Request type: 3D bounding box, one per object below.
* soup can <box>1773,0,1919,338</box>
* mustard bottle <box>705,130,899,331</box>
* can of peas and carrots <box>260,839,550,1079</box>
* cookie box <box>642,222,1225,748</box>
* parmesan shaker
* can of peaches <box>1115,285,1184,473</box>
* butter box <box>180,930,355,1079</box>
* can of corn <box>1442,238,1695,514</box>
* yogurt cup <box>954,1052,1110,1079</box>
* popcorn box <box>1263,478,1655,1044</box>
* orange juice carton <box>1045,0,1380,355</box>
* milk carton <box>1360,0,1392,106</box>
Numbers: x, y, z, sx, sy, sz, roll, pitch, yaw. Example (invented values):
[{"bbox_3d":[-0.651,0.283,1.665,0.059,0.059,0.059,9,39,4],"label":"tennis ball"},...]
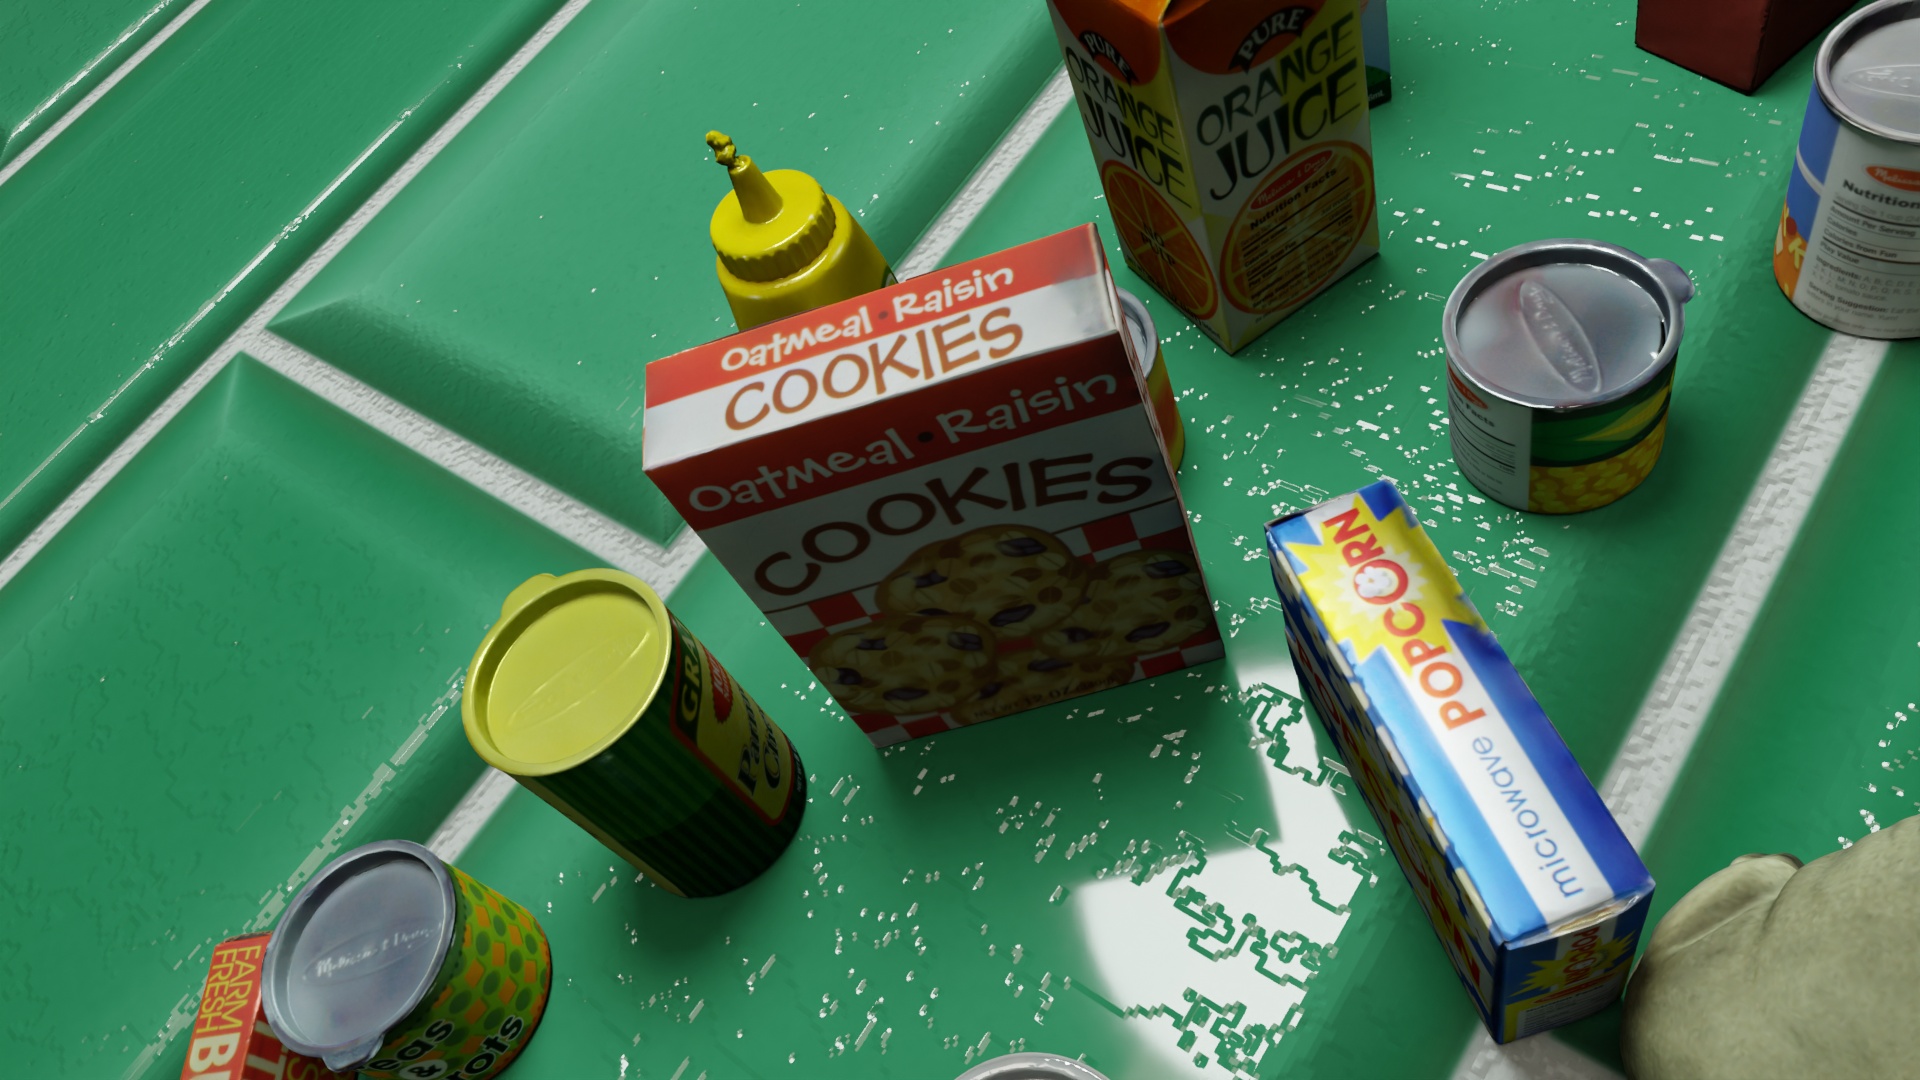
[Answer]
[{"bbox_3d":[0.291,-0.115,0.423,0.071,0.083,0.072,-10,55,14],"label":"soup can"},{"bbox_3d":[-0.047,-0.076,0.475,0.049,0.159,0.065,-4,57,18],"label":"mustard bottle"},{"bbox_3d":[-0.173,0.139,0.440,0.071,0.058,0.071,-10,55,14],"label":"can of peas and carrots"},{"bbox_3d":[0.001,-0.005,0.404,0.123,0.166,0.040,-16,54,10],"label":"cookie box"},{"bbox_3d":[-0.099,0.061,0.437,0.071,0.102,0.071,-10,55,14],"label":"parmesan shaker"},{"bbox_3d":[0.043,-0.049,0.488,0.071,0.058,0.071,-10,55,14],"label":"can of peaches"},{"bbox_3d":[-0.217,0.180,0.432,0.024,0.053,0.104,-13,54,13],"label":"butter box"},{"bbox_3d":[0.189,-0.051,0.434,0.071,0.058,0.071,-10,55,14],"label":"can of corn"},{"bbox_3d":[0.023,0.170,0.349,0.072,0.053,0.073,-10,55,14],"label":"yogurt cup"},{"bbox_3d":[0.127,0.058,0.366,0.038,0.085,0.127,-24,52,4],"label":"popcorn box"},{"bbox_3d":[0.083,-0.160,0.463,0.073,0.192,0.072,-35,53,-5],"label":"orange juice carton"},{"bbox_3d":[0.107,-0.243,0.512,0.072,0.189,0.074,-22,53,6],"label":"milk carton"}]
